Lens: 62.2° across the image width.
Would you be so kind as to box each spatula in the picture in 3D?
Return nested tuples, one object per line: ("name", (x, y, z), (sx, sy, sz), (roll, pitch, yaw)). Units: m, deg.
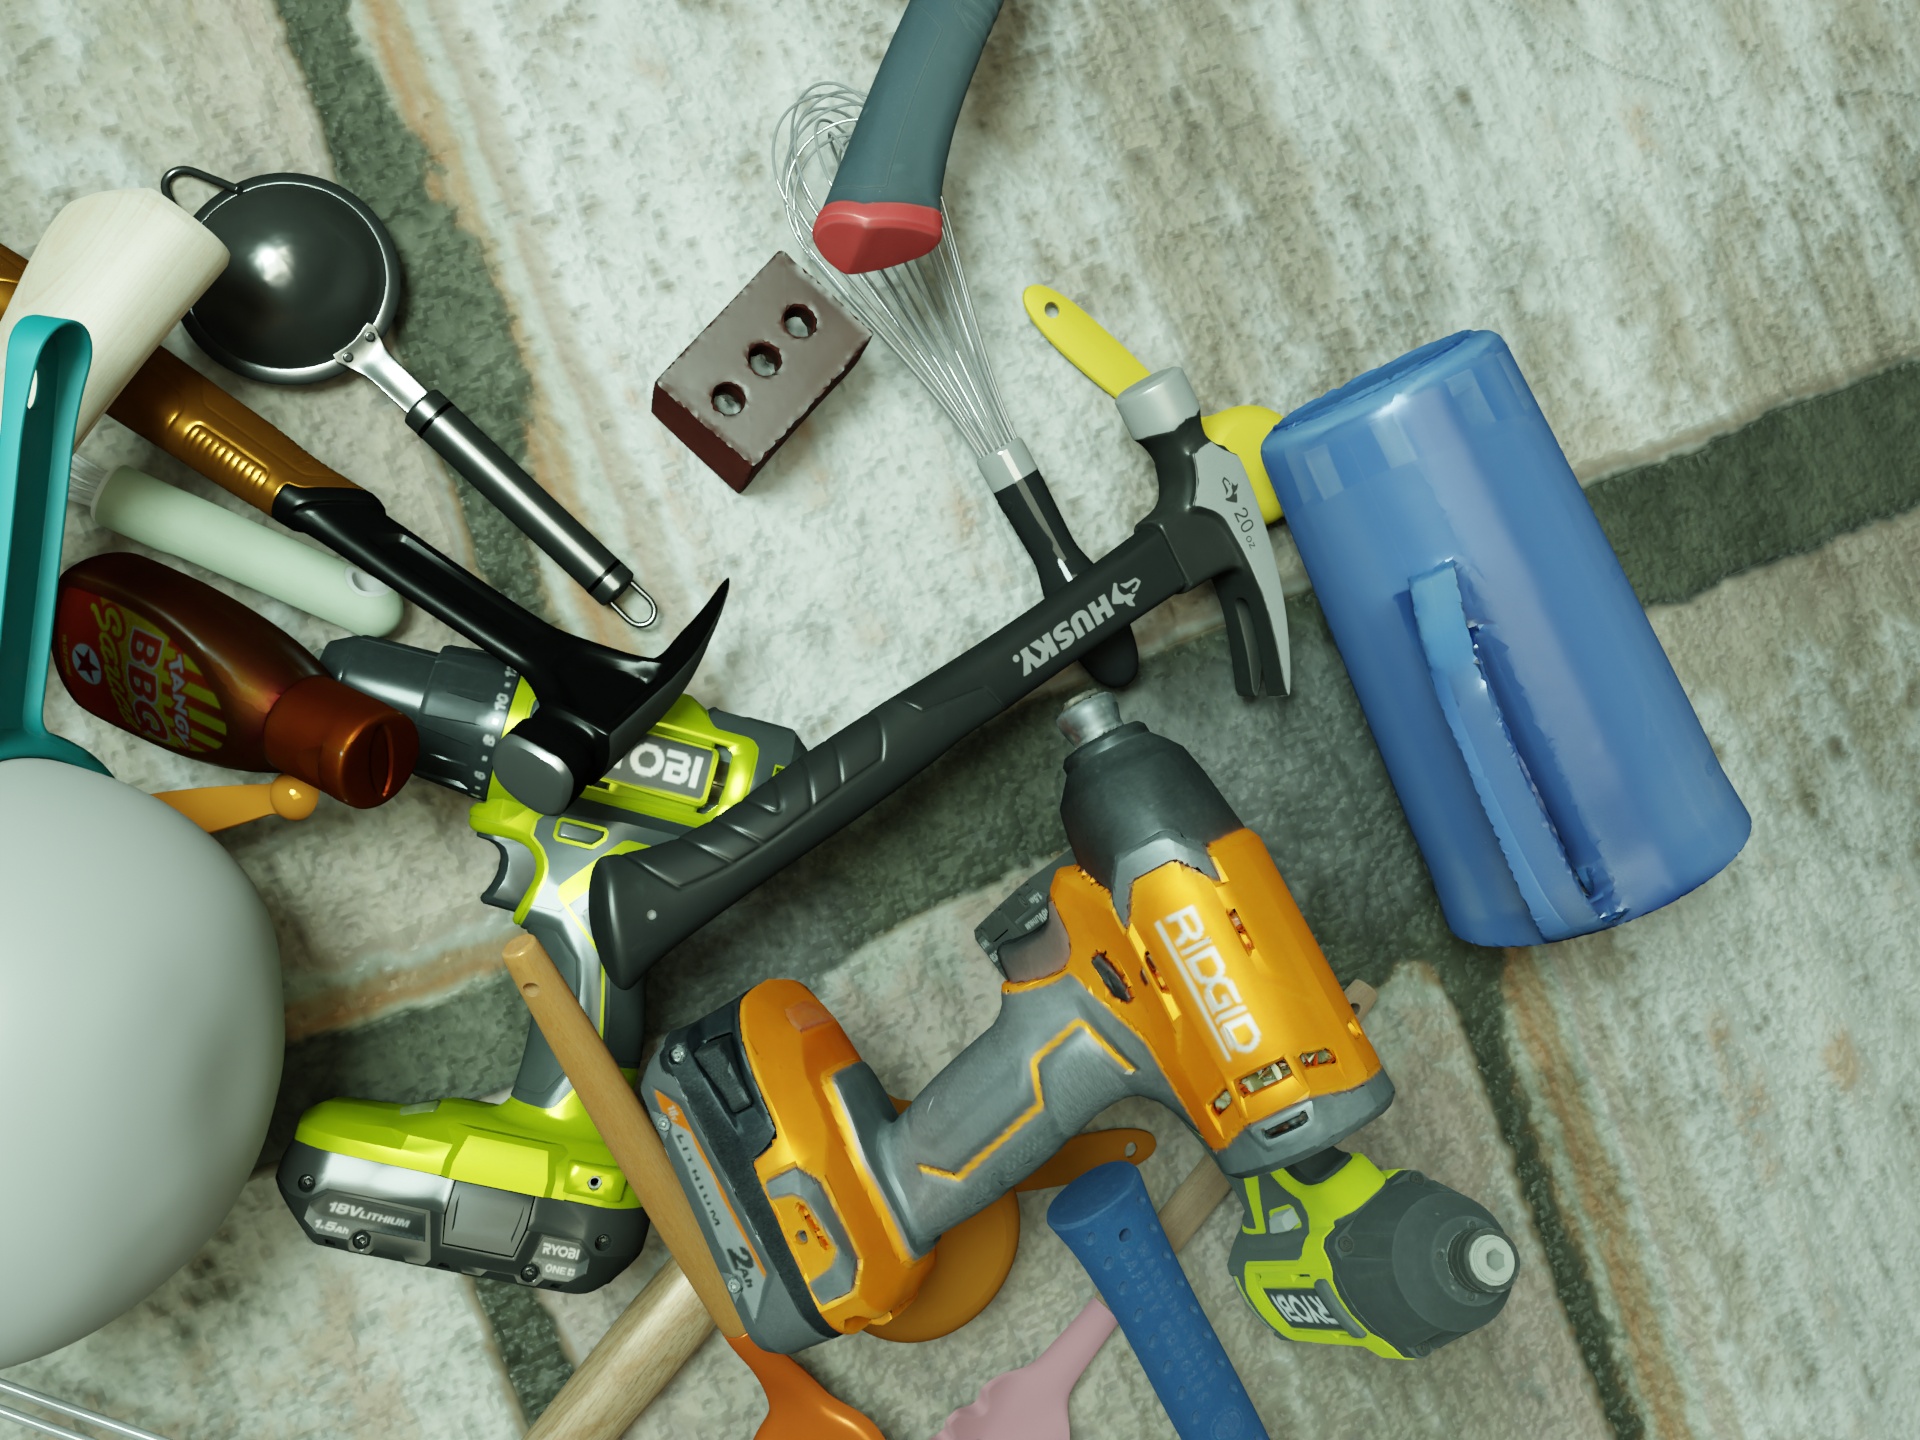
("spatula", (-0.092, 0.213, 0.587), (0.081, 0.041, 0.322), (-16, 116, 12))

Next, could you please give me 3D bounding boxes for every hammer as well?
("hammer", (-0.001, -0.002, 0.630), (0.335, 0.035, 0.146), (-35, 106, -23))
("hammer", (-0.367, 0.002, 0.511), (0.146, 0.038, 0.411), (33, 78, -5))
("hammer", (-0.142, 0.274, 0.636), (0.130, 0.031, 0.331), (43, 79, -8))
("hammer", (0.148, 0.362, 0.678), (0.144, 0.035, 0.405), (-30, 101, -14))
("hammer", (0.005, -0.351, 0.655), (0.143, 0.038, 0.386), (24, 69, -11))
("hammer", (-0.250, -0.096, 0.594), (0.337, 0.034, 0.127), (33, 41, 2))

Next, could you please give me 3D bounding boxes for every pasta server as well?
("pasta server", (0.083, 0.235, 0.689), (0.060, 0.040, 0.316), (43, 78, 1))

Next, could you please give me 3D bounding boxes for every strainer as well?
("strainer", (-0.268, 0.049, 0.501), (0.095, 0.211, 0.340), (9, 95, 2))
("strainer", (-0.217, -0.130, 0.633), (0.258, 0.050, 0.087), (44, 80, -12))

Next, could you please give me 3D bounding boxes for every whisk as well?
("whisk", (0.004, -0.138, 0.681), (0.070, 0.070, 0.284), (-32, 100, -13))
("whisk", (-0.332, -0.089, 0.604), (0.246, 0.058, 0.059), (25, 116, -14))

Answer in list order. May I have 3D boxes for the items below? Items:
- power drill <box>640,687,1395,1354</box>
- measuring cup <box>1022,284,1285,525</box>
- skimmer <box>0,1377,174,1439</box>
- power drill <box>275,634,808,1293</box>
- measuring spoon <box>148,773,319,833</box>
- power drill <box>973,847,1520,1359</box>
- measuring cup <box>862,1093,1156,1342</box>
("power drill", (0.008, 0.102, 0.543), (0.226, 0.084, 0.164), (-29, 80, 16))
("measuring cup", (0.092, -0.144, 0.711), (0.156, 0.029, 0.062), (38, 80, -12))
("skimmer", (-0.321, 0.264, 0.547), (0.363, 0.090, 0.127), (22, 105, -5))
("power drill", (-0.178, 0.085, 0.614), (0.190, 0.080, 0.228), (16, 81, -12))
("measuring spoon", (-0.290, 0.034, 0.593), (0.117, 0.011, 0.021), (-10, 78, 16))
("power drill", (0.111, 0.140, 0.618), (0.080, 0.171, 0.223), (-34, 81, -21))
("measuring cup", (0.018, 0.198, 0.653), (0.173, 0.052, 0.095), (-6, 97, -25))
